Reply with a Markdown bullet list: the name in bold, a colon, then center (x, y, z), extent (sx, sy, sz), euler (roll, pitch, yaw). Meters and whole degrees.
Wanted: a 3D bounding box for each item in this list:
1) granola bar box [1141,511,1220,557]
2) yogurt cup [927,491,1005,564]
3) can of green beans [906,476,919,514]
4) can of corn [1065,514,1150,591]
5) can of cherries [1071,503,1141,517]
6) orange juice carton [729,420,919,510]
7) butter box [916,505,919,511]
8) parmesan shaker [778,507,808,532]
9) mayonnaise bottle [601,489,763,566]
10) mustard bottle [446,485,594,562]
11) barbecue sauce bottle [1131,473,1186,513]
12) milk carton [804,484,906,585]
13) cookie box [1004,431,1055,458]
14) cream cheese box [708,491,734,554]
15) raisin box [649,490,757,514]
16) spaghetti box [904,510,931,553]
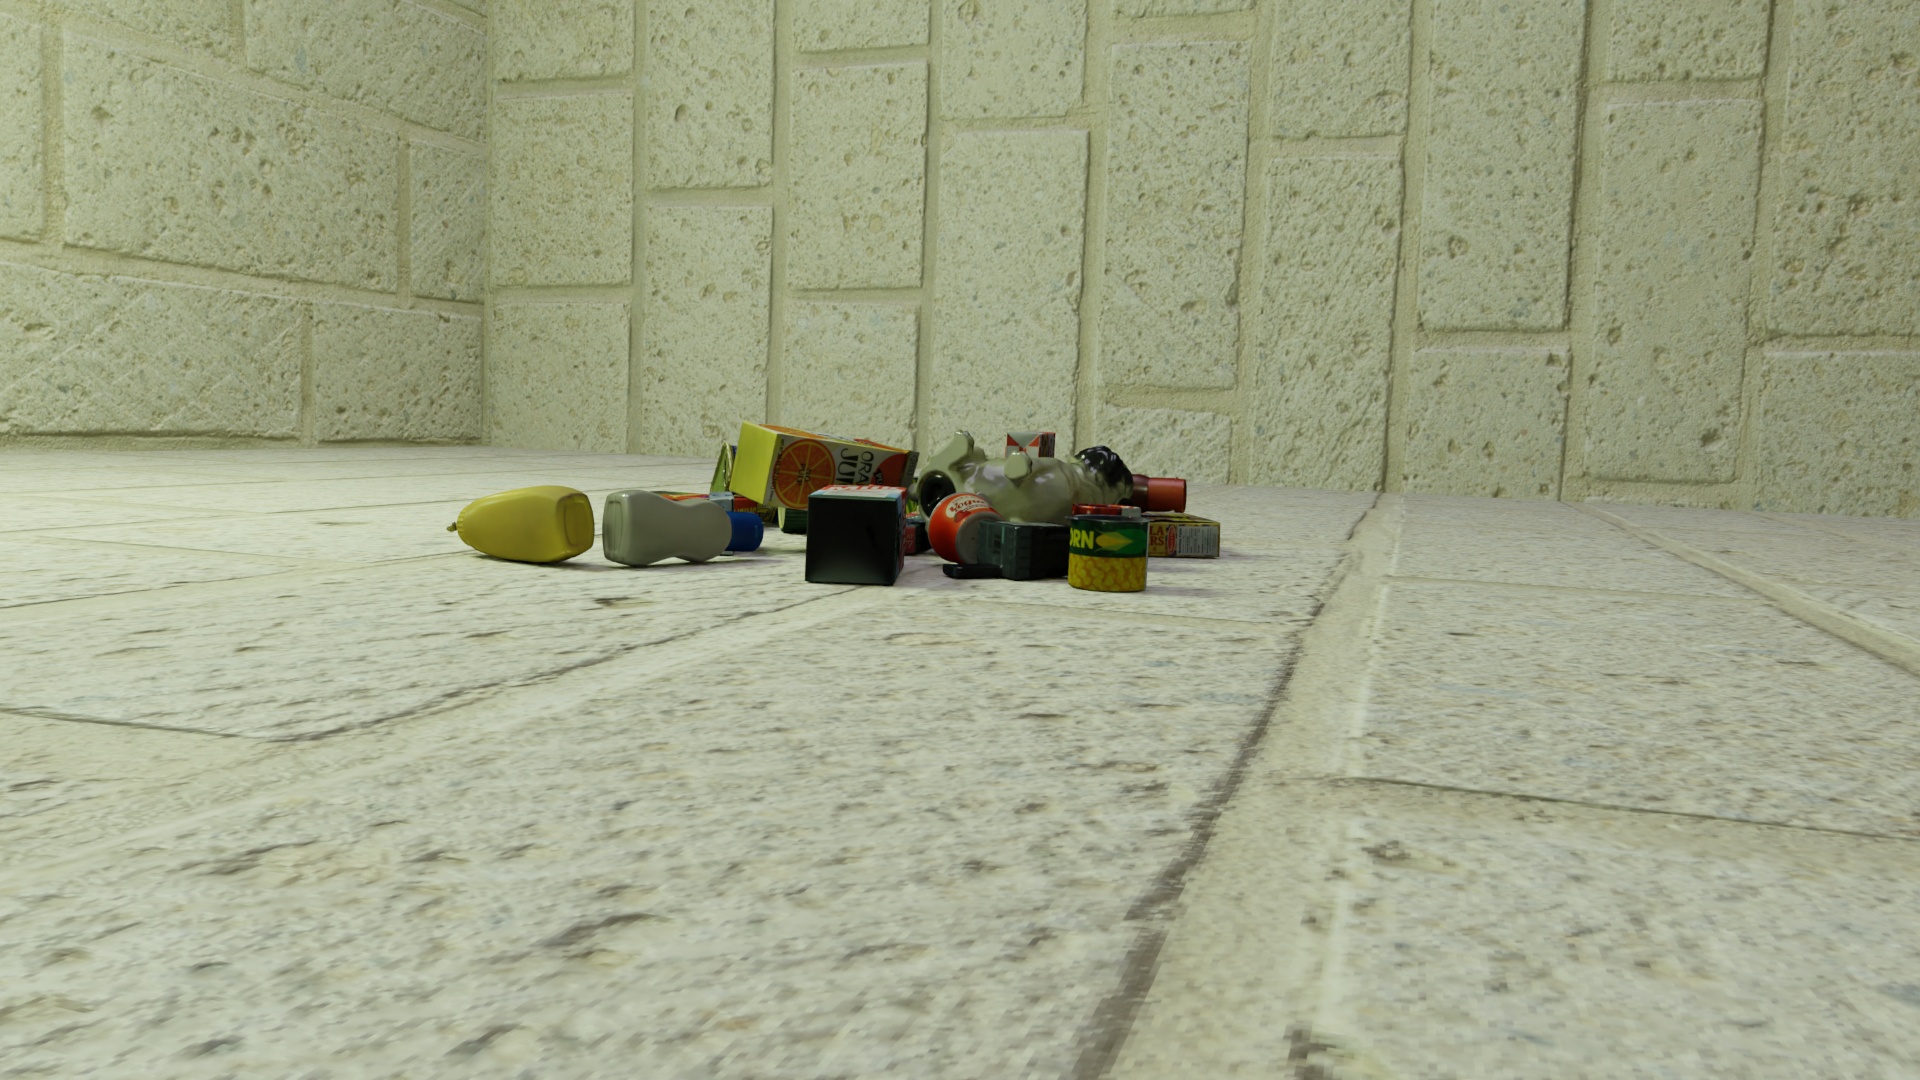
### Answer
- **granola bar box**: center (0.199, -0.010, 1.509), extent (0.124, 0.039, 0.165), euler (1, 5, -7)
- **yogurt cup**: center (0.010, -0.006, 1.266), extent (0.072, 0.072, 0.054), euler (0, 13, -24)
- **can of green beans**: center (-0.078, -0.052, 1.759), extent (0.071, 0.057, 0.071), euler (2, 5, 0)
- **can of corn**: center (0.120, 0.010, 1.151), extent (0.071, 0.058, 0.071), euler (2, 5, 0)
- **can of cherries**: center (0.134, -0.005, 1.316), extent (0.071, 0.058, 0.071), euler (3, 5, 0)
- **orange juice carton**: center (-0.125, -0.066, 1.378), extent (0.193, 0.071, 0.073), euler (6, 9, -39)
- **butter box**: center (-0.014, -0.039, 1.619), extent (0.053, 0.024, 0.103), euler (9, -16, -15)
- **parmesan shaker**: center (-0.149, -0.039, 1.558), extent (0.103, 0.071, 0.071), euler (0, 5, -15)
- **mayonnaise bottle**: center (-0.240, -0.009, 1.211), extent (0.041, 0.064, 0.148), euler (1, -1, 42)
- **mustard bottle**: center (-0.384, -0.014, 1.190), extent (0.160, 0.065, 0.049), euler (1, 8, 32)
- **barbecue sauce bottle**: center (0.165, -0.050, 1.478), extent (0.148, 0.043, 0.065), euler (2, 2, 15)
- **milk carton**: center (-0.086, -0.009, 1.198), extent (0.073, 0.072, 0.191), euler (2, 6, 1)
- **cookie box**: center (0.075, -0.059, 1.534), extent (0.040, 0.122, 0.168), euler (4, 5, 9)
- **cream cheese box**: center (-0.229, -0.017, 1.332), extent (0.024, 0.053, 0.104), euler (-1, 5, -10)
- **raisin box**: center (-0.302, -0.033, 1.559), extent (0.123, 0.040, 0.086), euler (4, 5, 16)
- **spaghetti box**: center (-0.046, -0.010, 1.470), extent (0.050, 0.028, 0.250), euler (2, 5, 10)
